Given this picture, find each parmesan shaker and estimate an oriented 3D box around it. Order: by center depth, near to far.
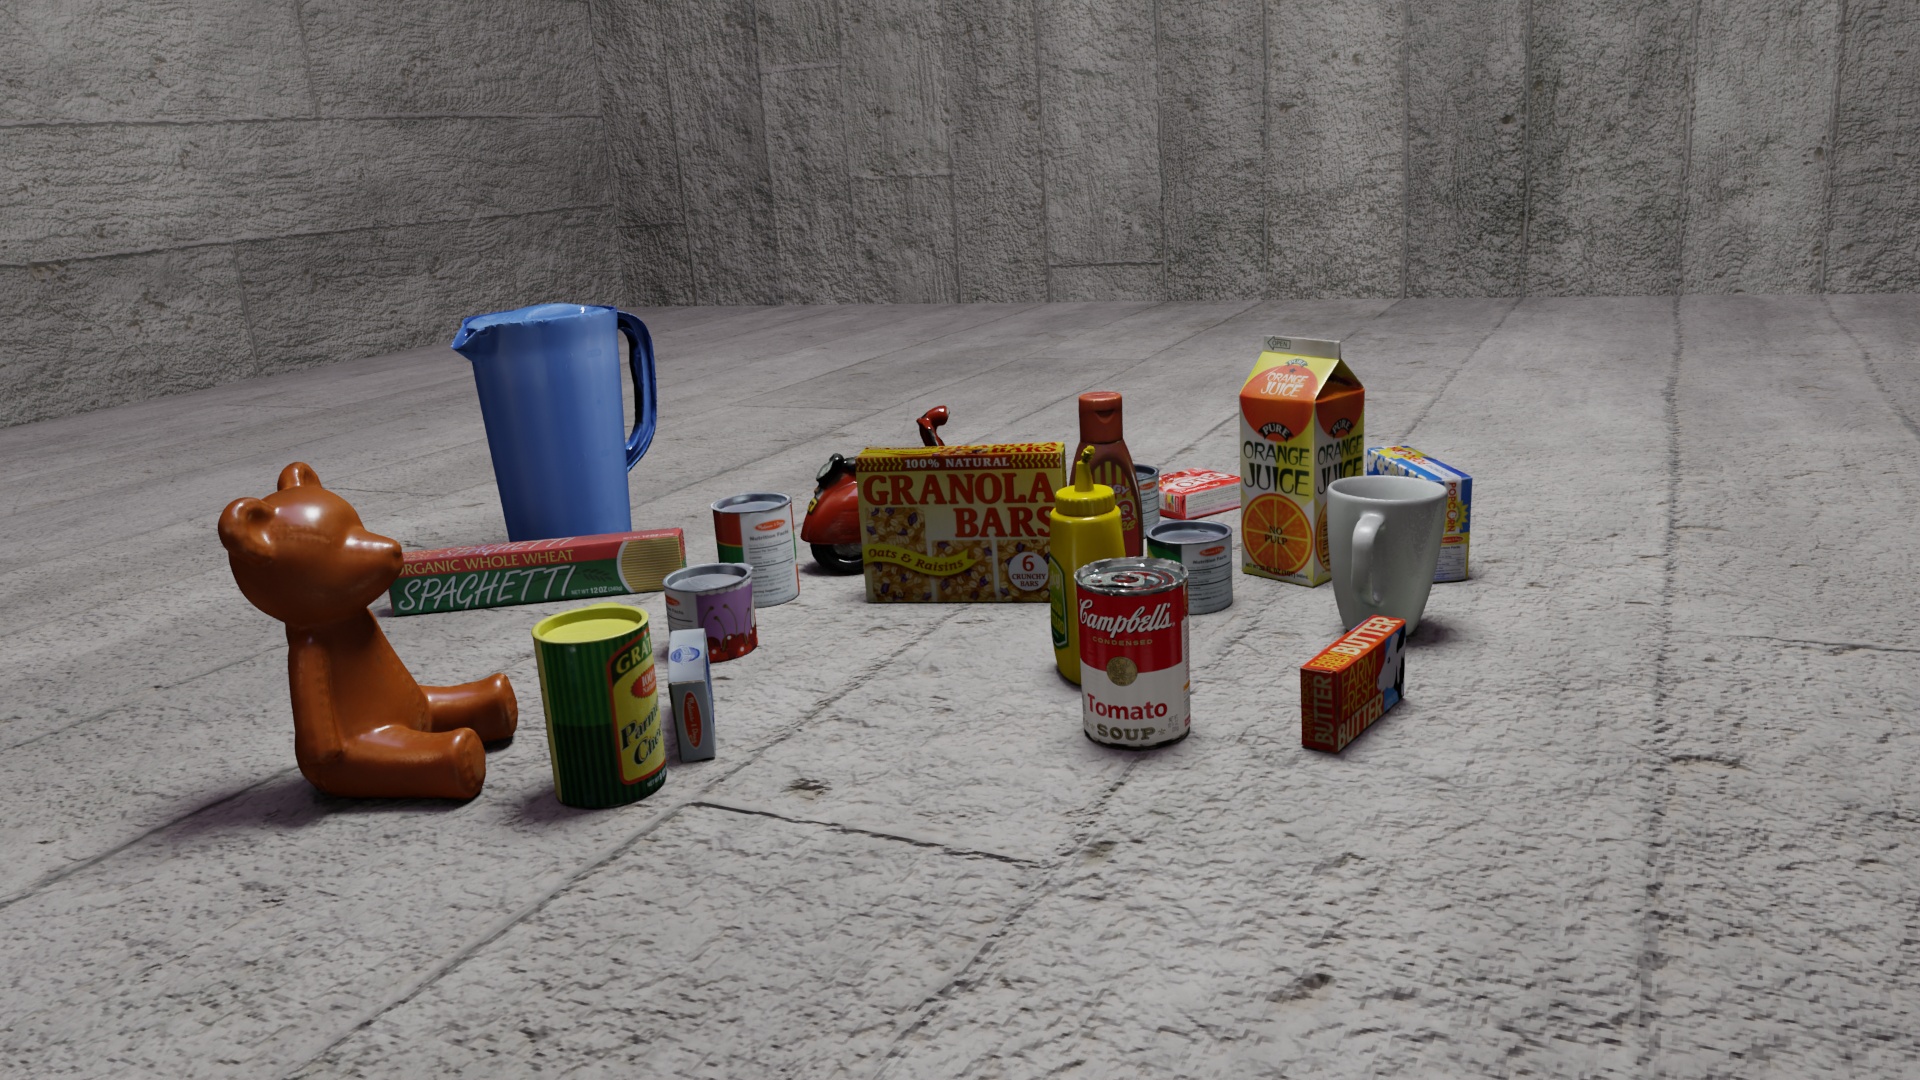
[{"bbox_3d":[-0.210,0.096,0.818,0.071,0.102,0.071,-4,15,1],"label":"parmesan shaker"}]

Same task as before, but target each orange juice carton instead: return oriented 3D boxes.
[{"bbox_3d":[0.275,-0.068,1.118,0.073,0.192,0.072,-17,20,-40],"label":"orange juice carton"}]

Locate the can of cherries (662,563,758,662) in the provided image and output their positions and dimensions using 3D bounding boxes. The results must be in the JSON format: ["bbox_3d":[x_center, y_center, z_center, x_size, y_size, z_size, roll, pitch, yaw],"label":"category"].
[{"bbox_3d":[-0.185,0.053,1.043,0.071,0.058,0.072,-4,16,1],"label":"can of cherries"}]

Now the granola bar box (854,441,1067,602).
[{"bbox_3d":[0.004,-0.014,1.117,0.165,0.123,0.039,-1,16,11],"label":"granola bar box"}]

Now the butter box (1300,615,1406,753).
[{"bbox_3d":[0.239,0.085,0.841,0.024,0.053,0.104,9,20,39],"label":"butter box"}]

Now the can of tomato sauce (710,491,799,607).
[{"bbox_3d":[-0.171,0.007,1.160,0.071,0.082,0.071,-4,15,1],"label":"can of tomato sauce"}]

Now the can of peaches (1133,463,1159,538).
[{"bbox_3d":[0.150,-0.036,1.283,0.071,0.058,0.071,-4,16,1],"label":"can of peaches"}]

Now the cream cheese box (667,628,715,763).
[{"bbox_3d":[-0.173,0.097,0.894,0.024,0.053,0.104,-6,16,-9],"label":"cream cheese box"}]

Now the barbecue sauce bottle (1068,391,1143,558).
[{"bbox_3d":[0.120,-0.050,1.172,0.065,0.148,0.044,-6,15,-7],"label":"barbecue sauce bottle"}]

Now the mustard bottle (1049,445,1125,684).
[{"bbox_3d":[0.084,0.014,0.932,0.049,0.159,0.065,-7,16,-10],"label":"mustard bottle"}]

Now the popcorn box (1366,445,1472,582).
[{"bbox_3d":[0.373,-0.024,1.137,0.038,0.085,0.127,-5,16,-5],"label":"popcorn box"}]

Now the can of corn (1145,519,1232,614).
[{"bbox_3d":[0.177,0.019,1.079,0.071,0.058,0.071,-4,16,1],"label":"can of corn"}]

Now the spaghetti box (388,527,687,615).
[{"bbox_3d":[-0.364,0.027,1.196,0.250,0.050,0.029,-5,15,-6],"label":"spaghetti box"}]
